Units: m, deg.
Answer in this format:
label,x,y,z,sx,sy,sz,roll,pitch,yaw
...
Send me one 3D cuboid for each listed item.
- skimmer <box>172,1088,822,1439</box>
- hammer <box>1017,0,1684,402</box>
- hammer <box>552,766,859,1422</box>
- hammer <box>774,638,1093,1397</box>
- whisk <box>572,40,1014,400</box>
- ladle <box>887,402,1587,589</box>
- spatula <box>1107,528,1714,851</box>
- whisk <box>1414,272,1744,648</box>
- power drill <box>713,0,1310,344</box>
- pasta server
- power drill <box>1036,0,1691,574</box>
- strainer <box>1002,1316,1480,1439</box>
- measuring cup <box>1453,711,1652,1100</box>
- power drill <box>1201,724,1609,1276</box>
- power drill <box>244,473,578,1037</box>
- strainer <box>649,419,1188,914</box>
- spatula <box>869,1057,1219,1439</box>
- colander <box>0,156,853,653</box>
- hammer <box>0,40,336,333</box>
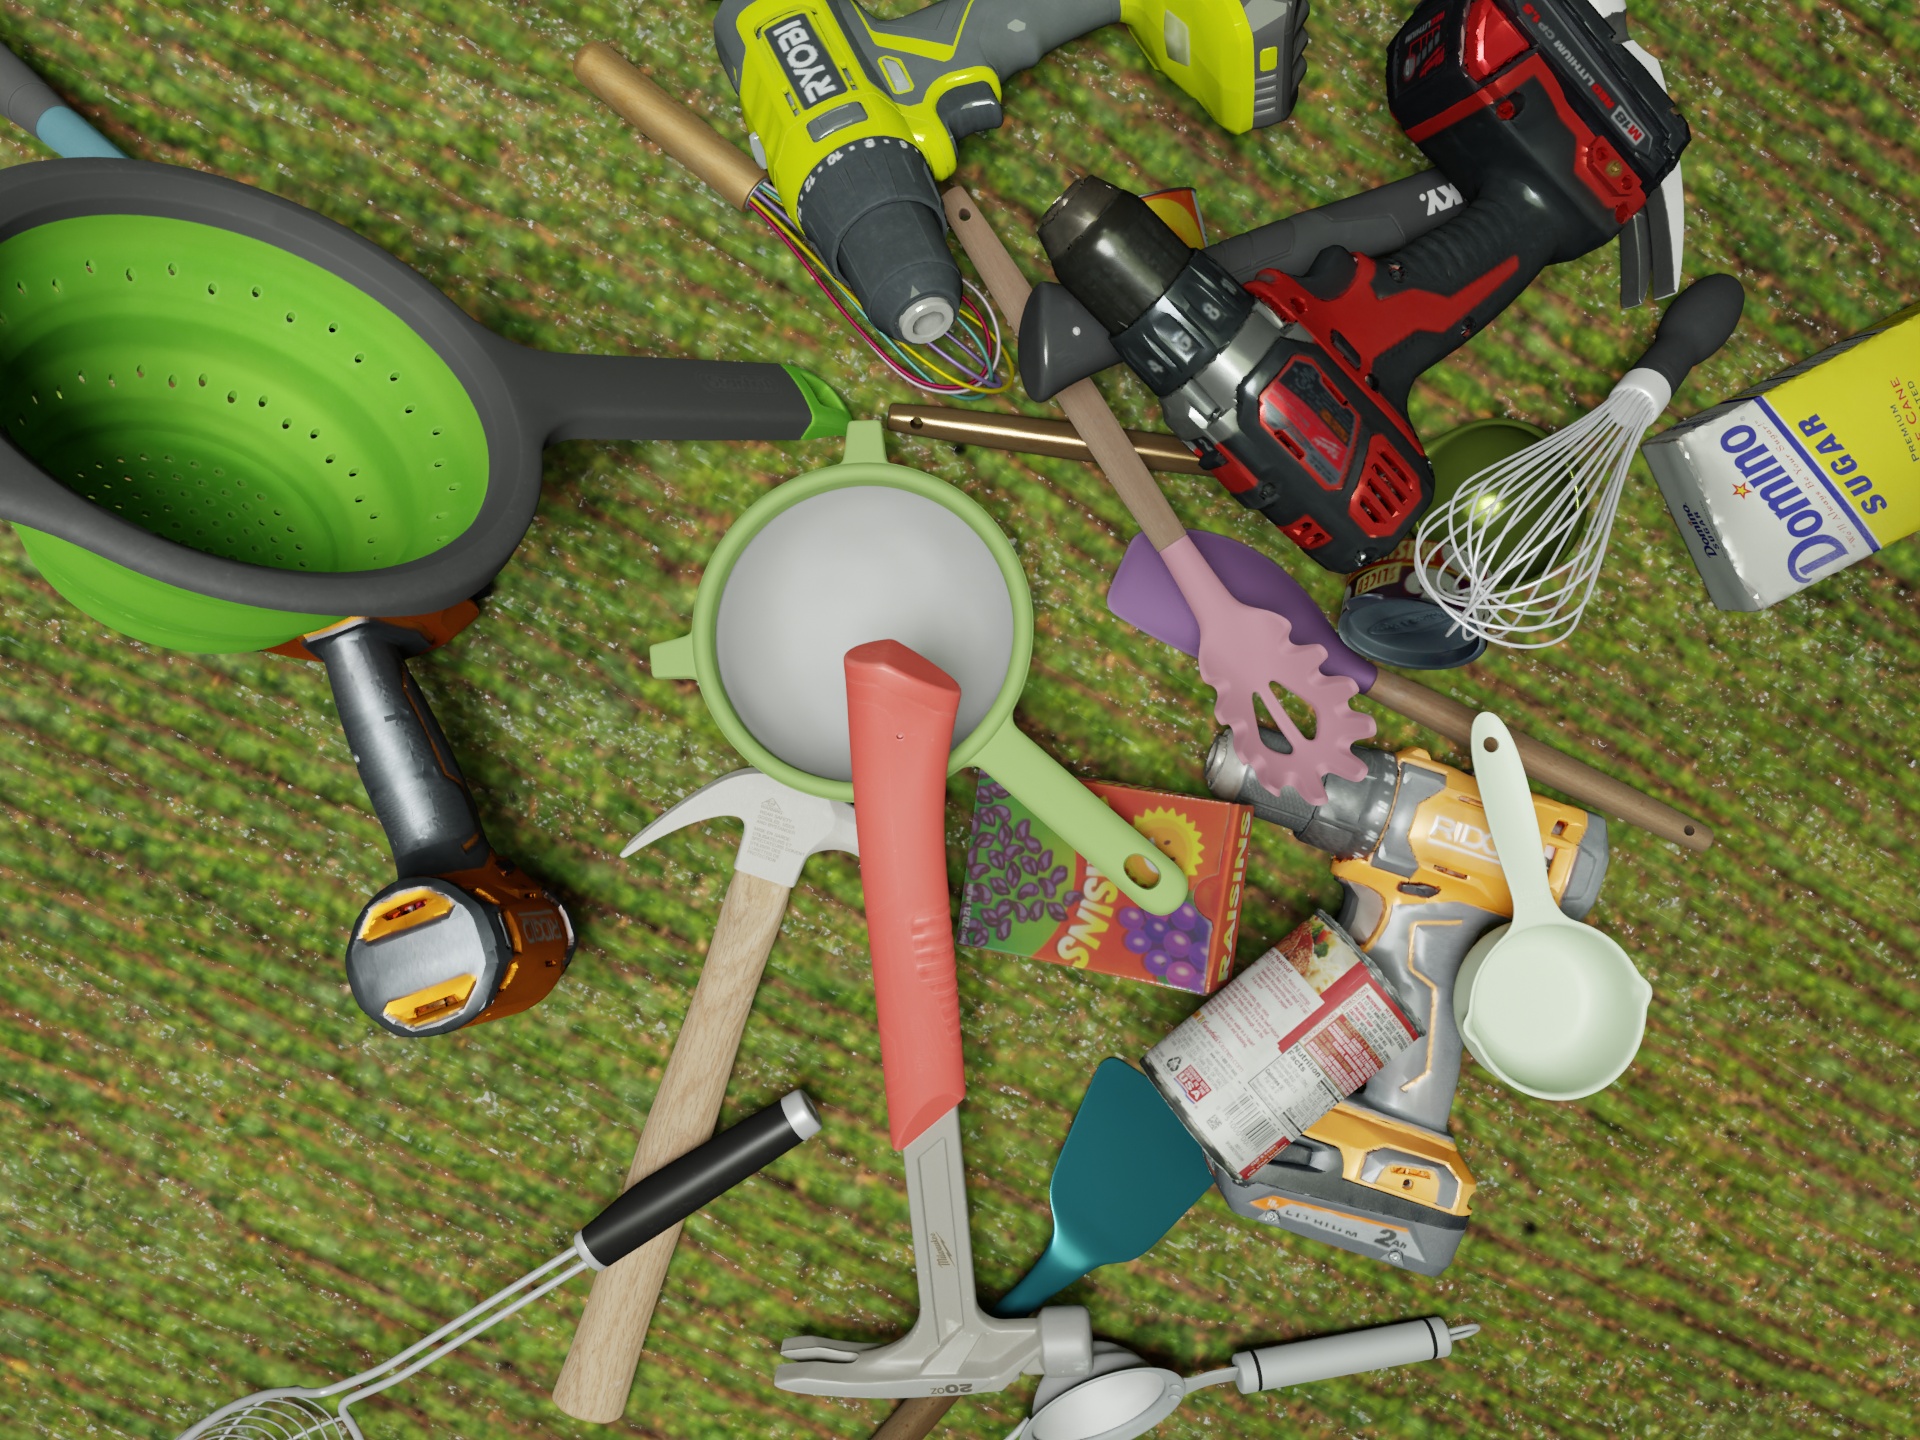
label,x,y,z,sx,sy,sz,roll,pitch,yaw
skimmer,-0.211,0.293,0.712,0.363,0.090,0.127,-32,129,-1
hammer,0.174,-0.207,0.689,0.335,0.035,0.146,-24,98,-15
hammer,-0.132,0.180,0.763,0.130,0.031,0.331,19,95,-4
hammer,-0.026,0.141,0.691,0.149,0.037,0.359,-4,109,4
whisk,-0.074,-0.227,0.725,0.245,0.051,0.047,38,73,-1
ladle,0.124,-0.116,0.730,0.320,0.062,0.078,8,112,0
spatula,0.220,-0.010,0.761,0.316,0.018,0.060,26,86,-3
whisk,0.276,-0.120,0.674,0.070,0.070,0.285,50,58,-5
power drill,0.025,-0.267,0.670,0.228,0.080,0.191,-24,64,-1
pasta server,0.080,-0.102,0.704,0.060,0.040,0.316,-33,91,1
power drill,0.156,-0.196,0.629,0.187,0.080,0.227,42,83,-13
strainer,0.132,0.320,0.780,0.258,0.050,0.086,-7,134,-7
measuring cup,0.243,0.079,0.694,0.083,0.038,0.167,-12,85,-3
power drill,0.180,0.120,0.744,0.185,0.084,0.226,18,91,-1
power drill,-0.231,0.022,0.695,0.084,0.164,0.226,-20,83,0
strainer,-0.001,-0.002,0.716,0.256,0.069,0.151,41,88,7
spatula,0.005,0.310,0.785,0.082,0.044,0.317,39,98,-6
colander,-0.205,-0.101,0.615,0.094,0.397,0.205,-47,66,36
hammer,-0.395,-0.262,0.680,0.331,0.128,0.033,39,92,4
